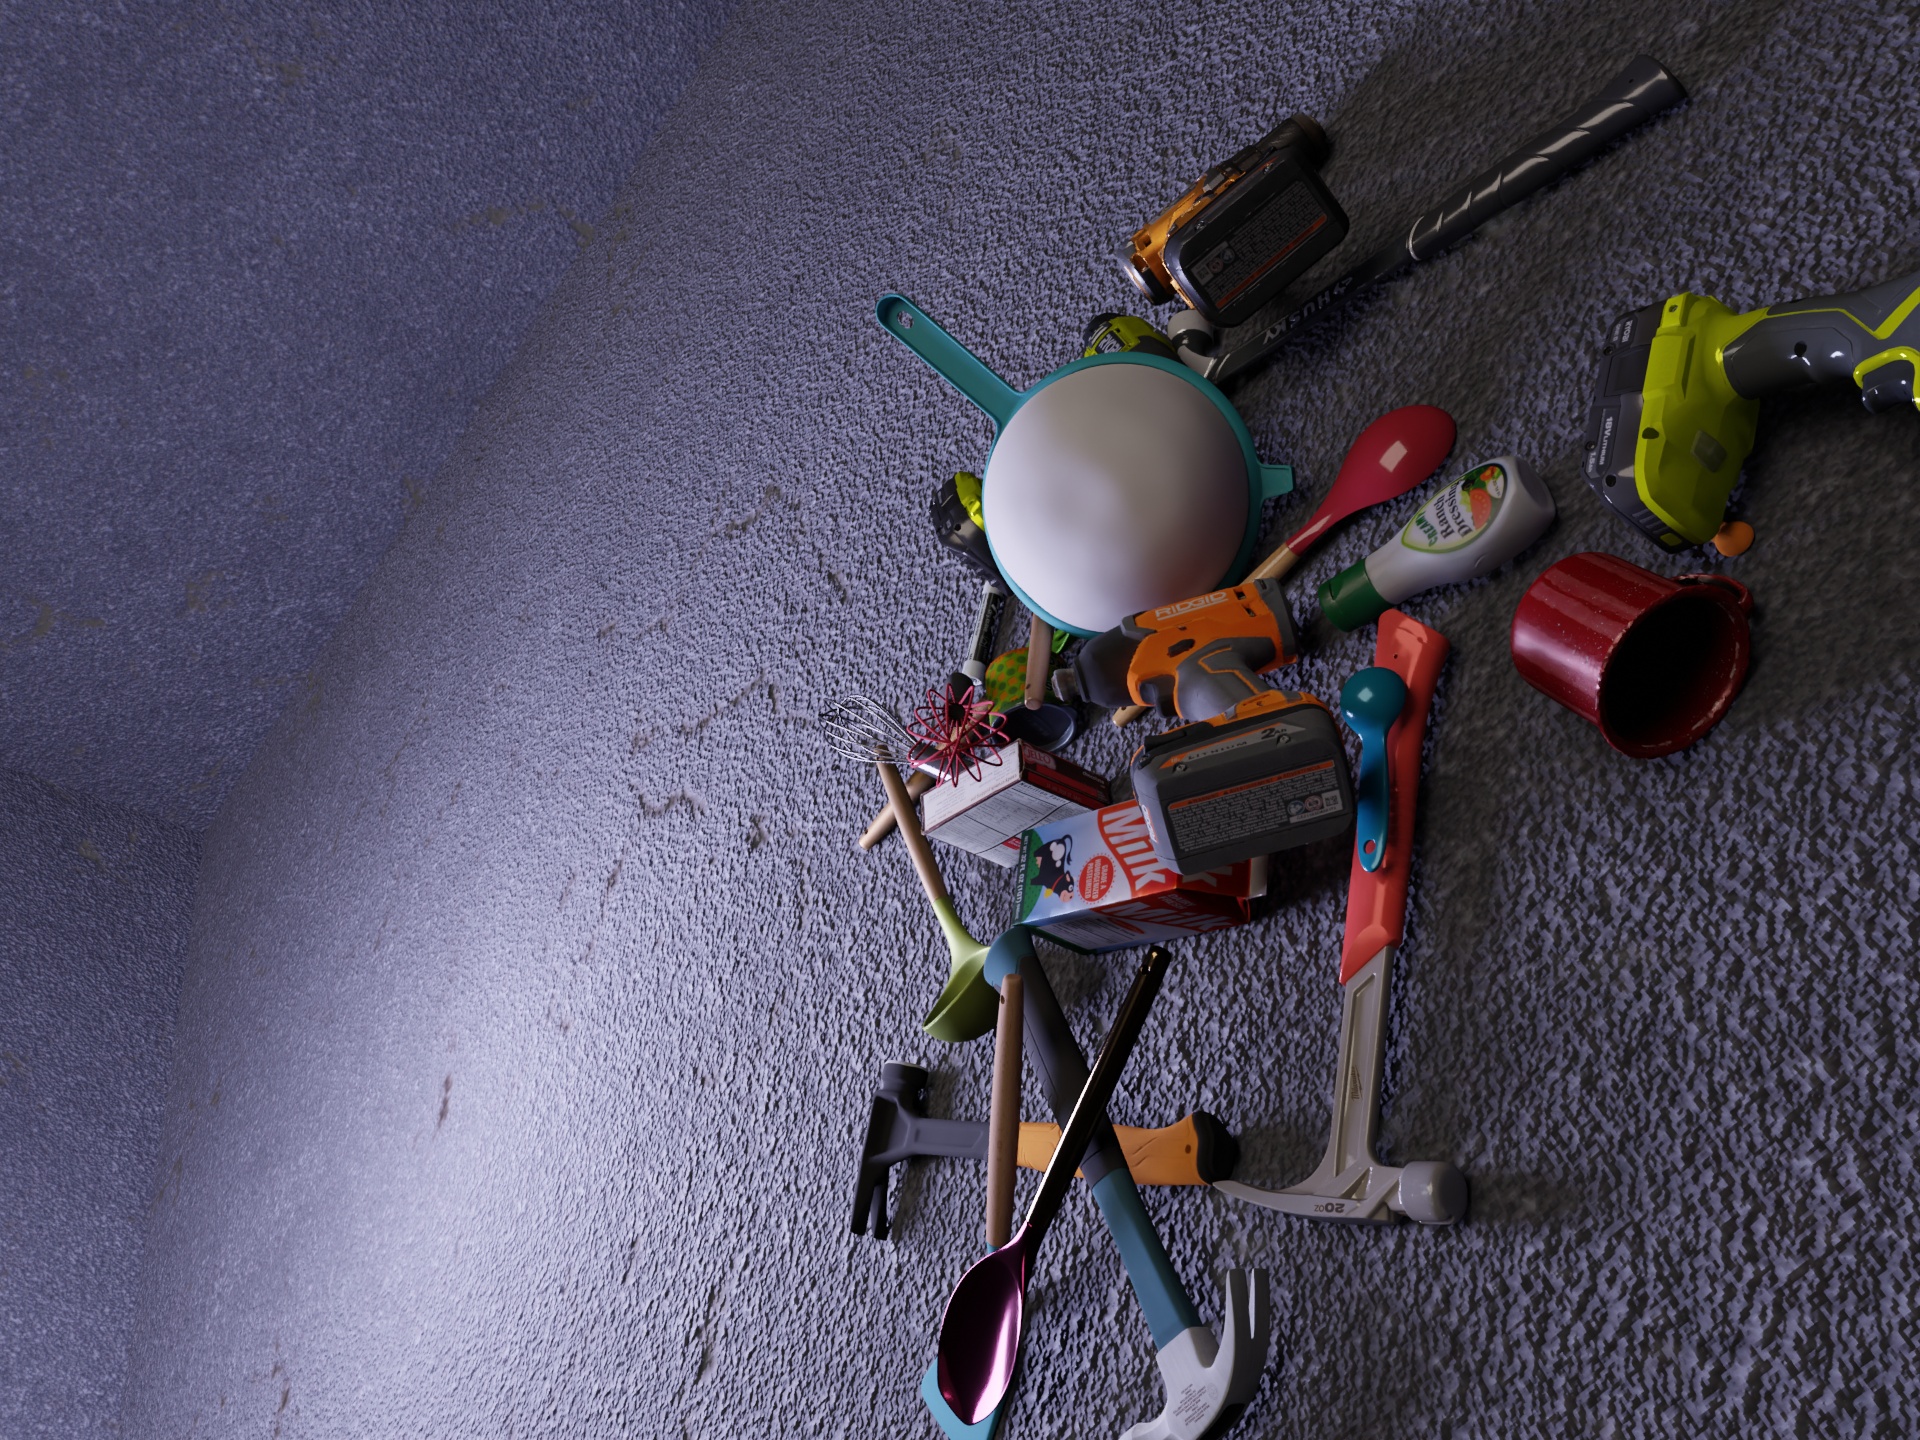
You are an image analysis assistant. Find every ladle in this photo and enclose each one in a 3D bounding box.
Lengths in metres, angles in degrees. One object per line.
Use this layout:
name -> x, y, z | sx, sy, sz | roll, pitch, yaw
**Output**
ladle -> 0.212, -0.101, 1.099 | 0.315, 0.031, 0.069 | -47, 38, 27
ladle -> -0.031, 0.119, 1.233 | 0.078, 0.062, 0.321 | -48, 39, 20

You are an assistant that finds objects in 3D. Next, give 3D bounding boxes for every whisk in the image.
whisk -> -0.032, 0.027, 1.285 | 0.239, 0.055, 0.055 | 23, 87, 40
whisk -> -0.002, -0.004, 1.167 | 0.073, 0.073, 0.296 | -58, 5, 8

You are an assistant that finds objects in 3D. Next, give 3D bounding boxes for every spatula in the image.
spatula -> 0.017, 0.309, 1.003 | 0.082, 0.044, 0.317 | 28, 120, 58
spatula -> 0.073, -0.124, 1.257 | 0.060, 0.018, 0.316 | -34, 31, 36

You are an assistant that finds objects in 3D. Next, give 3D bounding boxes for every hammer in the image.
hammer -> 0.306, -0.323, 1.113 | 0.409, 0.036, 0.149 | -29, 48, 40
hammer -> 0.084, 0.265, 0.954 | 0.128, 0.033, 0.331 | -50, 45, 27
hammer -> 0.233, 0.105, 0.920 | 0.149, 0.036, 0.359 | -14, 57, 49
hammer -> 0.044, 0.289, 1.052 | 0.337, 0.034, 0.127 | -15, 56, 49

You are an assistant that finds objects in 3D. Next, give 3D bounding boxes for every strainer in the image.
strainer -> 0.054, -0.197, 1.131 | 0.340, 0.095, 0.211 | 42, 110, 10

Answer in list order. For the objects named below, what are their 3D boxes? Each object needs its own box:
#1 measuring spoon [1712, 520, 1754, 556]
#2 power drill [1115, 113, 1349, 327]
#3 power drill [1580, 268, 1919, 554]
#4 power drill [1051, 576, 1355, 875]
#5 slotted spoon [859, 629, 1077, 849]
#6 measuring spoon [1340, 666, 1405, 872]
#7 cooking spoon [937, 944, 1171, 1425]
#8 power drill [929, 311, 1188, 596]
measuring spoon -> 0.390, -0.120, 0.880 | 0.021, 0.011, 0.117 | -56, 34, 12
power drill -> 0.216, -0.380, 1.186 | 0.185, 0.084, 0.226 | -39, 18, 9
power drill -> 0.423, -0.161, 0.768 | 0.223, 0.080, 0.171 | -11, 56, 57
power drill -> 0.144, -0.003, 0.985 | 0.164, 0.084, 0.227 | -16, 29, 7
slotted spoon -> 0.011, -0.001, 1.302 | 0.313, 0.031, 0.070 | -49, 28, 24
measuring spoon -> 0.233, 0.025, 0.918 | 0.042, 0.021, 0.129 | -21, 53, 46
cooking spoon -> 0.056, 0.276, 0.943 | 0.069, 0.017, 0.319 | 35, 106, 49
power drill -> 0.079, -0.224, 1.264 | 0.228, 0.080, 0.191 | -47, 22, 15
